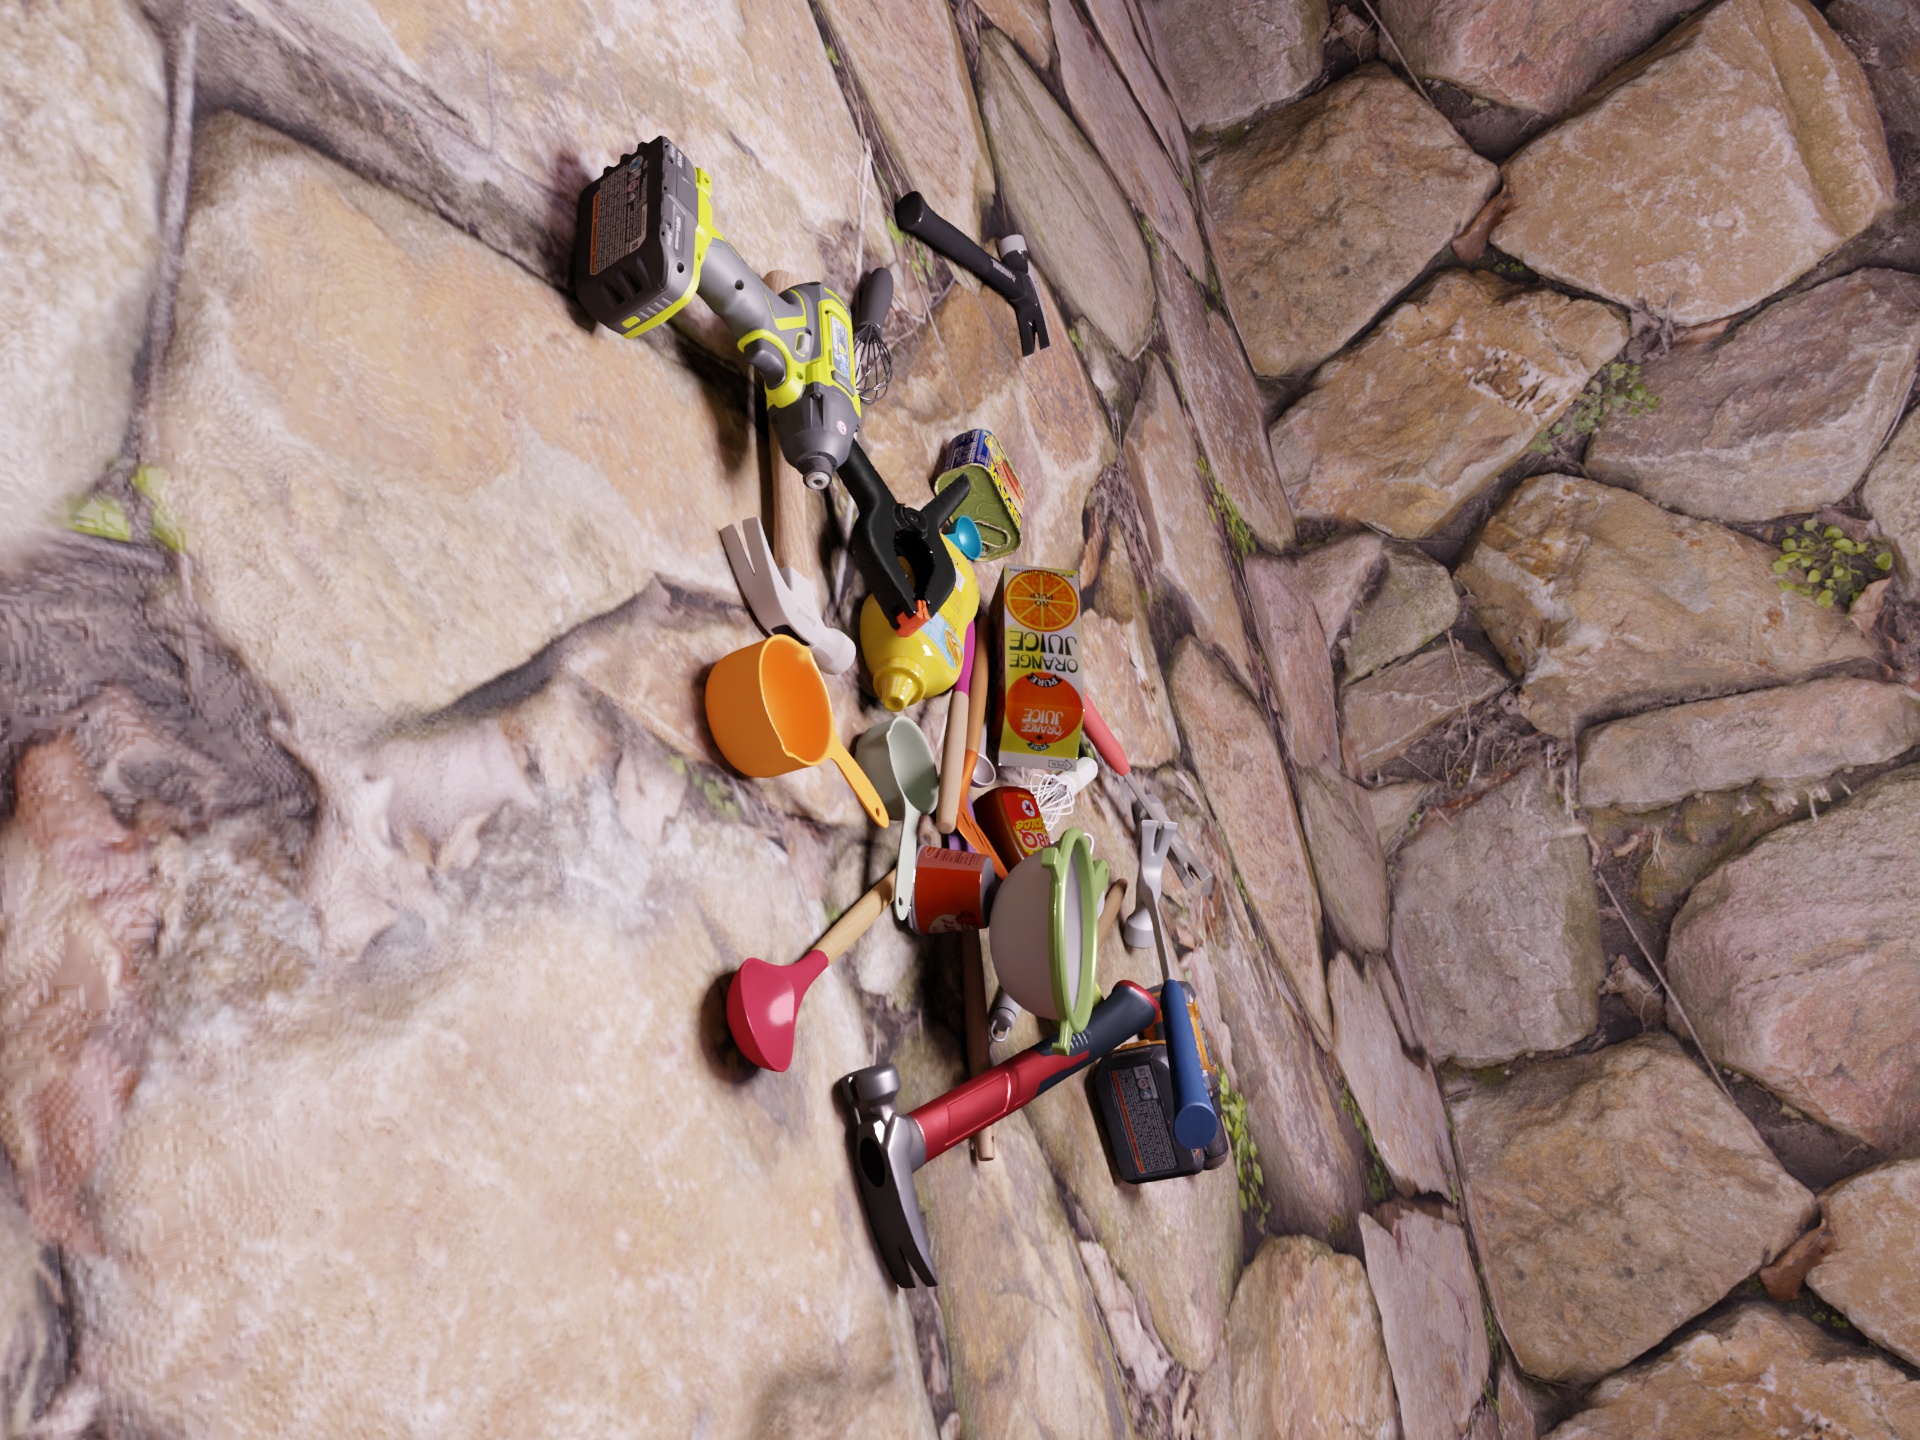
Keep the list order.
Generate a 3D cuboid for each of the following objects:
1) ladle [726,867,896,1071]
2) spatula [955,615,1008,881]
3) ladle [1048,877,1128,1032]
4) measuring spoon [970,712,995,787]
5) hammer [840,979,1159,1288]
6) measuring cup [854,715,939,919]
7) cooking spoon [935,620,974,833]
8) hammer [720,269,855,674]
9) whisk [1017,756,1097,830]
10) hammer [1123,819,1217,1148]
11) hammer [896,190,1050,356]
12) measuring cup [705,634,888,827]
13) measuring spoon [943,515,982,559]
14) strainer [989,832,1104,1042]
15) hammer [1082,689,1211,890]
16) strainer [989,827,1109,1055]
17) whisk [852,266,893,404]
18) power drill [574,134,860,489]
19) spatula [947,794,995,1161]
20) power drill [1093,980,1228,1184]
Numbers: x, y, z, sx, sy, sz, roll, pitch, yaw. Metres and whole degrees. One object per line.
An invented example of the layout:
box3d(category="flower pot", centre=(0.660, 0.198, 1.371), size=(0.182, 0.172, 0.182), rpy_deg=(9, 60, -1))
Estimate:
box3d(category="ladle", centre=(-0.084, 0.147, 1.049), size=(0.069, 0.031, 0.315), rpy_deg=(69, 21, -7))
box3d(category="spatula", centre=(0.017, 0.011, 1.335), size=(0.081, 0.041, 0.323), rpy_deg=(50, 29, -31))
box3d(category="ladle", centre=(0.133, 0.206, 1.473), size=(0.320, 0.062, 0.078), rpy_deg=(-44, 118, -68))
box3d(category="measuring spoon", centre=(0.010, 0.013, 1.378), size=(0.034, 0.018, 0.124), rpy_deg=(24, 39, -24))
box3d(category="hammer", centre=(0.052, 0.277, 1.169), size=(0.386, 0.038, 0.143), rpy_deg=(-10, 85, -57))
box3d(category="measuring cup", centre=(-0.052, 0.074, 1.161), size=(0.083, 0.038, 0.168), rpy_deg=(49, 34, -45))
box3d(category="cooking spoon", centre=(-0.002, -0.004, 1.277), size=(0.319, 0.017, 0.068), rpy_deg=(-83, -179, -59))
box3d(category="hammer", centre=(-0.130, -0.203, 1.182), size=(0.129, 0.031, 0.332), rpy_deg=(40, 39, -54))
box3d(category="whisk", centre=(0.096, 0.064, 1.499), size=(0.246, 0.059, 0.058), rpy_deg=(-26, 111, -72))
box3d(category="hammer", centre=(0.184, 0.229, 1.404), size=(0.406, 0.035, 0.144), rpy_deg=(-88, -177, -68))
box3d(category="hammer", centre=(0.017, -0.497, 1.724), size=(0.334, 0.035, 0.146), rpy_deg=(2, 72, -66))
box3d(category="measuring cup", centre=(-0.107, 0.021, 1.051), size=(0.173, 0.052, 0.095), rpy_deg=(57, 27, -38))
box3d(category="measuring spoon", centre=(-0.020, -0.156, 1.432), size=(0.128, 0.021, 0.042), rpy_deg=(-28, 101, -58))
box3d(category="strainer", centre=(0.065, 0.184, 1.349), size=(0.087, 0.050, 0.258), rpy_deg=(37, 37, -5))
box3d(category="hammer", centre=(0.142, 0.018, 1.603), size=(0.358, 0.036, 0.149), rpy_deg=(54, 4, -32))
box3d(category="strainer", centre=(0.069, 0.147, 1.228), size=(0.256, 0.069, 0.151), rpy_deg=(-36, 124, -75))
box3d(category="whisk", centre=(-0.078, -0.340, 1.379), size=(0.055, 0.055, 0.239), rpy_deg=(57, 23, -33))
box3d(category="power drill", centre=(-0.151, -0.268, 1.077), size=(0.223, 0.080, 0.171), rpy_deg=(35, 40, -46))
box3d(category="spatula", centre=(0.010, 0.186, 1.246), size=(0.059, 0.018, 0.316), rpy_deg=(43, 36, -52))
box3d(category="power drill", centre=(0.200, 0.360, 1.491), size=(0.226, 0.084, 0.185), rpy_deg=(-21, 95, -72))
